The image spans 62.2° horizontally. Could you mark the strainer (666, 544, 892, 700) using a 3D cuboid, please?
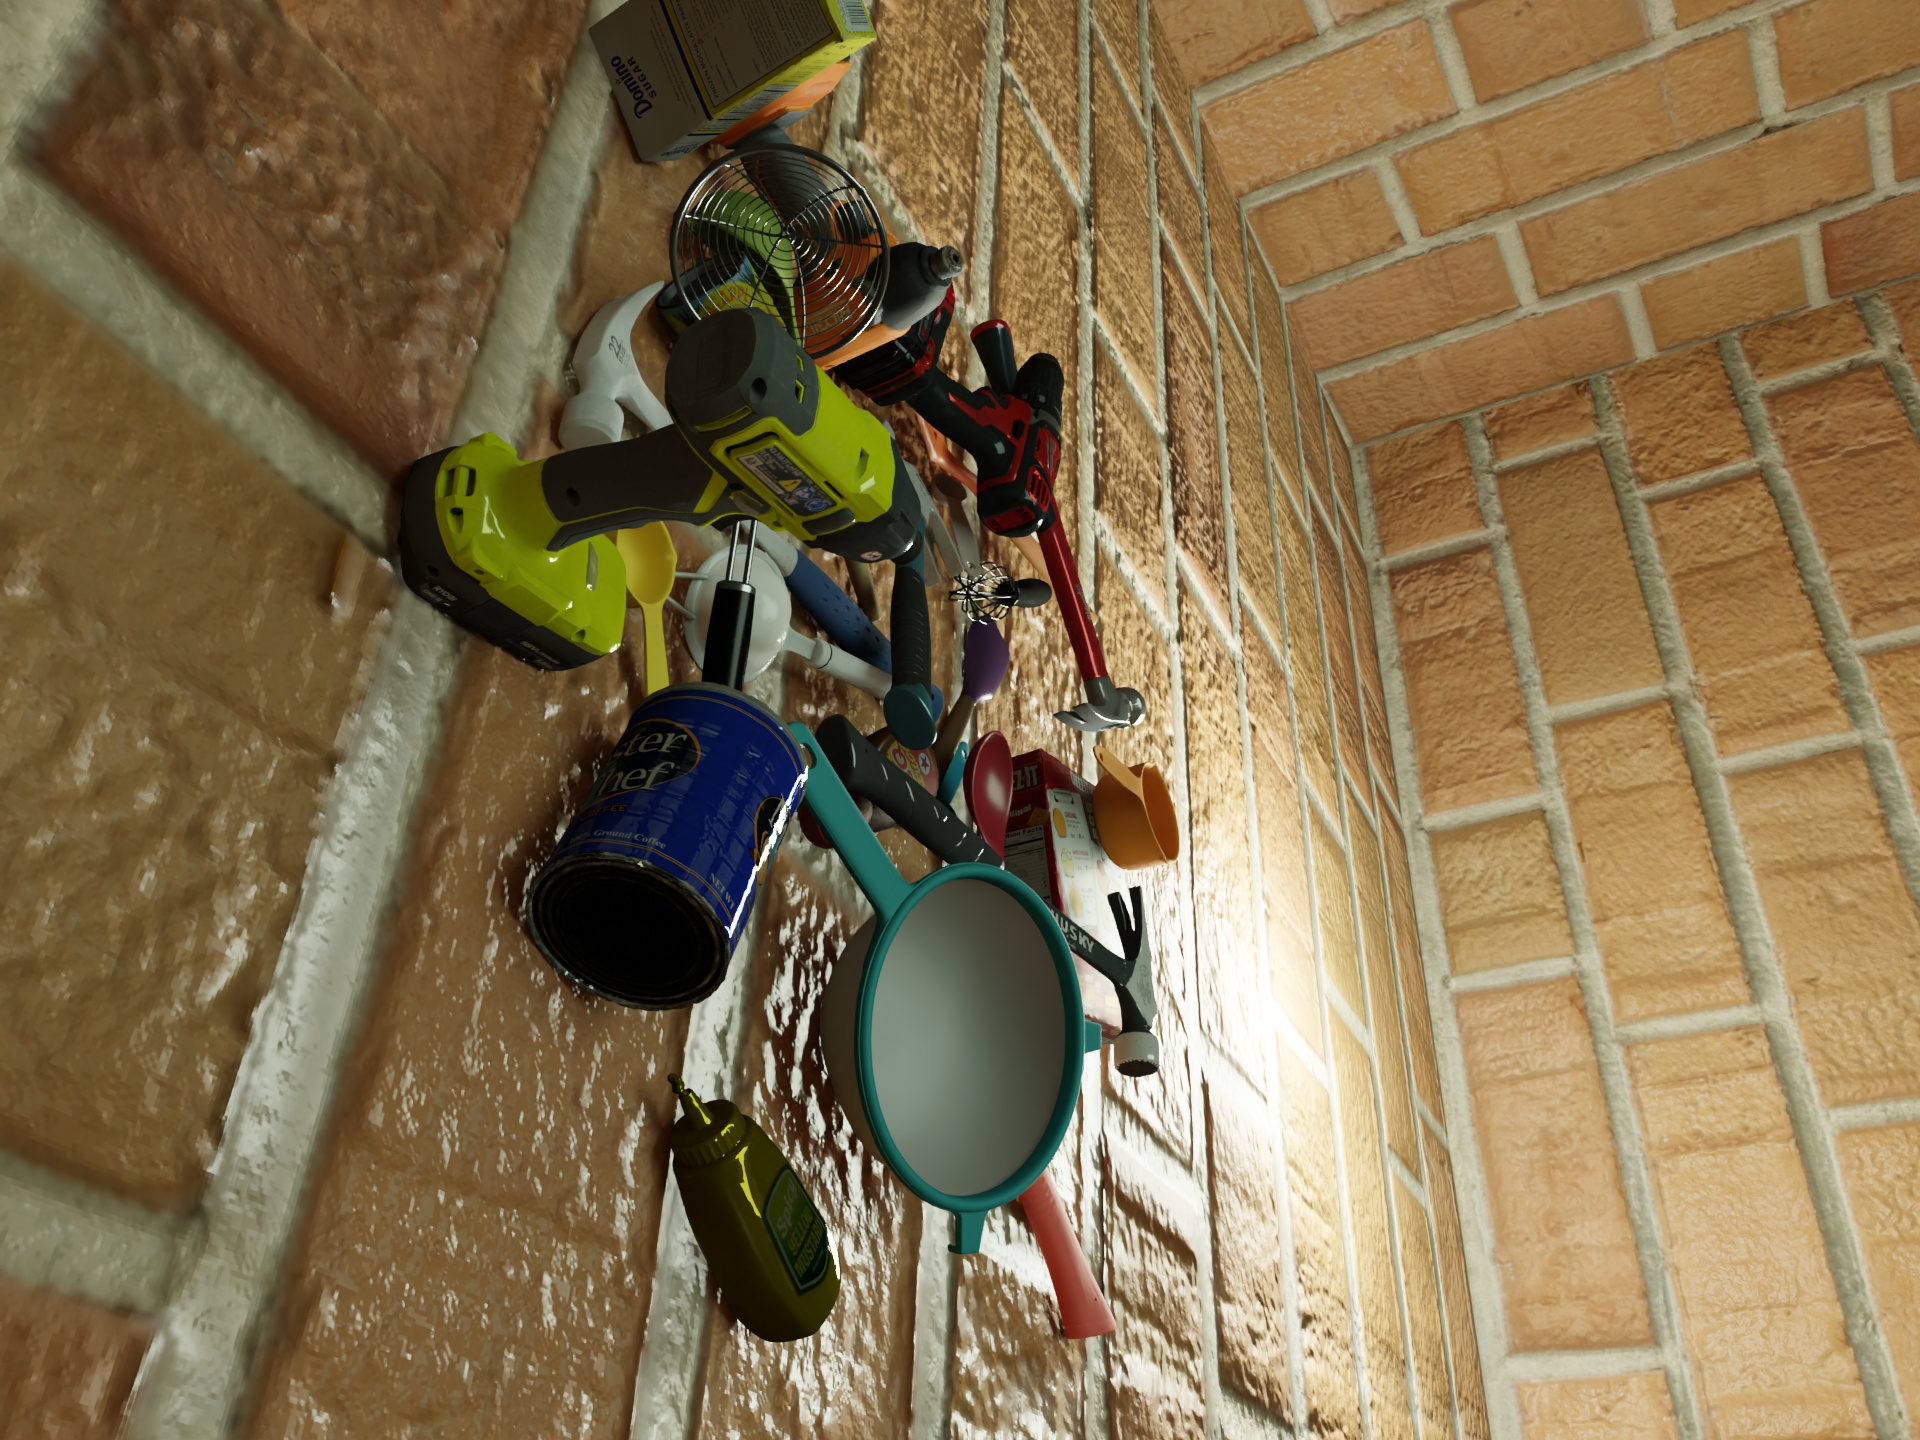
[{"bbox_3d":[-0.096,-0.047,1.034,0.258,0.050,0.087,26,77,-56],"label":"strainer"}]

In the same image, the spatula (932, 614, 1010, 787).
[{"bbox_3d":[-0.002,-0.004,1.278,0.059,0.018,0.316,62,25,-21],"label":"spatula"}]

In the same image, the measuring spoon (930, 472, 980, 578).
[{"bbox_3d":[-0.004,-0.160,1.336,0.034,0.018,0.124,13,45,-31],"label":"measuring spoon"}]

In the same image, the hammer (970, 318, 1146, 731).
[{"bbox_3d":[0.071,-0.177,1.409,0.143,0.038,0.386,1,71,-63],"label":"hammer"}]

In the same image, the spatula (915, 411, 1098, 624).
[{"bbox_3d":[0.041,-0.192,1.430,0.322,0.041,0.081,46,36,-34],"label":"spatula"}]

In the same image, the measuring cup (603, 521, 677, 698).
[{"bbox_3d":[-0.184,-0.042,0.897,0.062,0.029,0.156,-13,100,-67],"label":"measuring cup"}]

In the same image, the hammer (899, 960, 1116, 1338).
[{"bbox_3d":[0.041,0.297,1.171,0.359,0.037,0.149,68,24,-14],"label":"hammer"}]

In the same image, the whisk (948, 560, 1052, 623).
[{"bbox_3d":[0.044,-0.115,1.414,0.239,0.055,0.055,-14,89,-71],"label":"whisk"}]

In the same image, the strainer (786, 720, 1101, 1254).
[{"bbox_3d":[-0.049,0.146,0.980,0.211,0.095,0.340,-50,118,-41],"label":"strainer"}]

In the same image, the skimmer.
[{"bbox_3d":[-0.121,-0.140,0.911,0.090,0.127,0.363,147,-49,-81],"label":"skimmer"}]

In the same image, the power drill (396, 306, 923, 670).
[{"bbox_3d":[-0.139,-0.099,0.767,0.171,0.223,0.080,40,41,-53],"label":"power drill"}]

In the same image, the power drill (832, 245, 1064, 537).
[{"bbox_3d":[0.008,-0.282,1.311,0.226,0.080,0.188,41,48,-36],"label":"power drill"}]

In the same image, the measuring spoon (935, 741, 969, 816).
[{"bbox_3d":[-0.003,0.053,1.235,0.042,0.021,0.129,63,27,-26],"label":"measuring spoon"}]

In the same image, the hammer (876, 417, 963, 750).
[{"bbox_3d":[-0.038,-0.094,1.155,0.128,0.033,0.331,57,17,-33],"label":"hammer"}]

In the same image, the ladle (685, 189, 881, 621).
[{"bbox_3d":[-0.116,-0.213,1.122,0.078,0.062,0.320,26,-43,59],"label":"ladle"}]

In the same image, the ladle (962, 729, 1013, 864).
[{"bbox_3d":[0.038,0.164,1.173,0.069,0.031,0.315,12,66,-61],"label":"ladle"}]

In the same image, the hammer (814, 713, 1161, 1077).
[{"bbox_3d":[0.033,0.110,1.119,0.408,0.036,0.149,42,39,-41],"label":"hammer"}]

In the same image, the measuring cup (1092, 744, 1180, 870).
[{"bbox_3d":[0.126,0.065,1.309,0.173,0.052,0.095,41,38,-50],"label":"measuring cup"}]

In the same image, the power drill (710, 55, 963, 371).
[{"bbox_3d":[-0.094,-0.371,1.110,0.084,0.164,0.226,-36,108,-48],"label":"power drill"}]

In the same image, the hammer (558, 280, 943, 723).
[{"bbox_3d":[-0.120,-0.117,1.060,0.405,0.035,0.144,48,35,-46],"label":"hammer"}]
